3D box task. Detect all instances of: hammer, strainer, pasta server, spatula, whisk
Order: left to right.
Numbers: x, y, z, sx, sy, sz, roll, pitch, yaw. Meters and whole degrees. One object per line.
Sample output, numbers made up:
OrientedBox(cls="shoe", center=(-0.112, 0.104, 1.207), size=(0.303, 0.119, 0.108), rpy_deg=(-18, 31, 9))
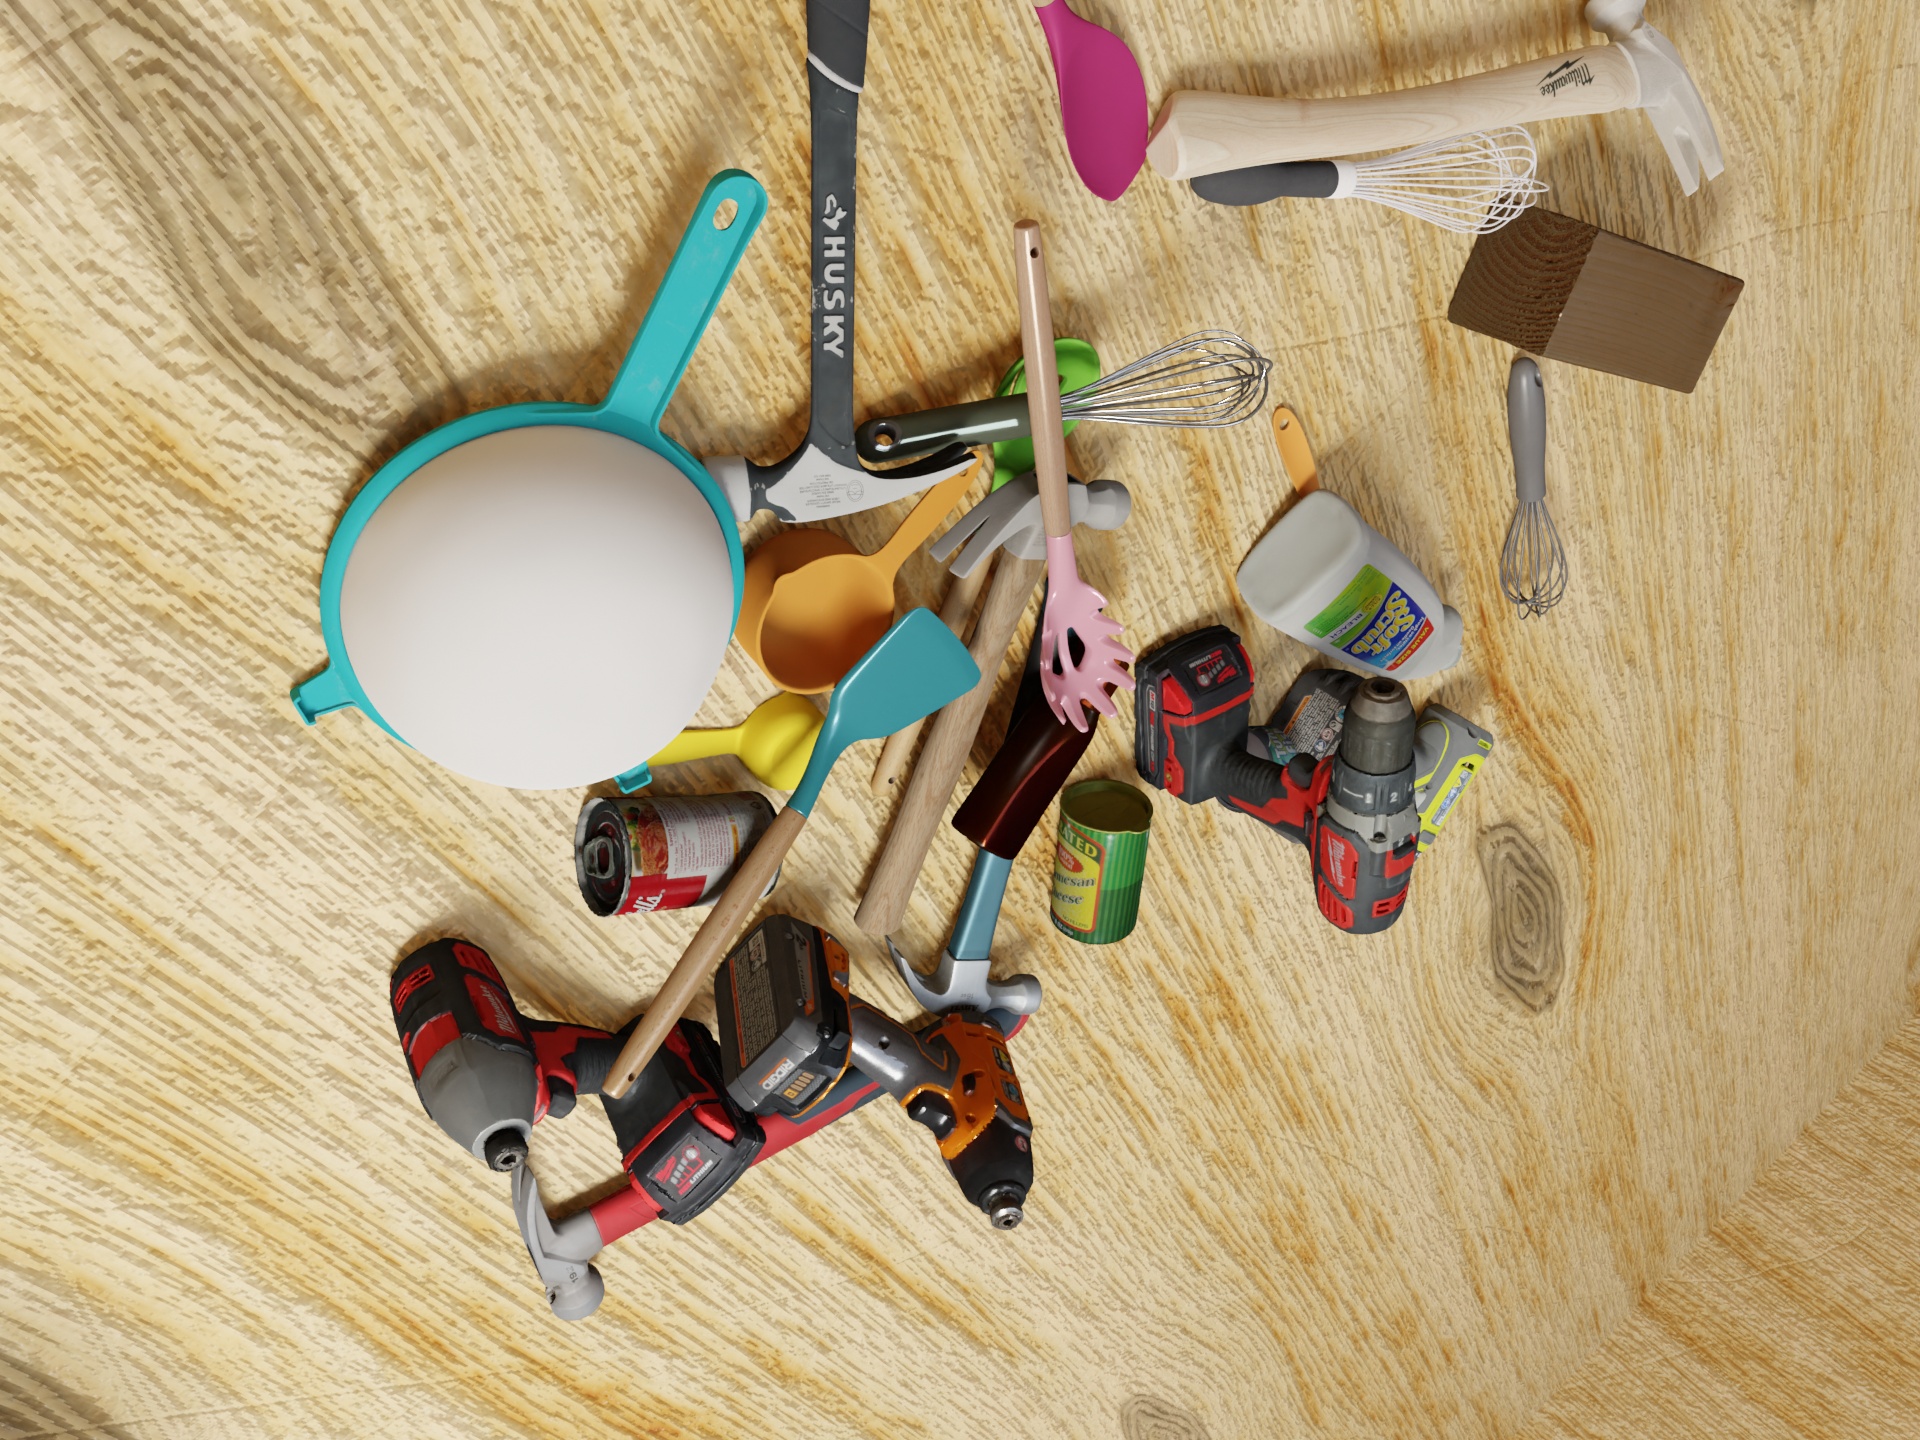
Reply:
OrientedBox(cls="strainer", center=(-0.165, -0.091, 0.753), size=(0.210, 0.095, 0.340), rpy_deg=(16, 116, -35))
OrientedBox(cls="spatula", center=(-0.100, 0.076, 0.894), size=(0.317, 0.044, 0.082), rpy_deg=(-57, 141, -13))
OrientedBox(cls="hammer", center=(-0.119, 0.268, 1.105), size=(0.386, 0.038, 0.143), rpy_deg=(-24, 129, -25))
OrientedBox(cls="hammer", center=(-0.056, -0.292, 0.770), size=(0.149, 0.036, 0.408), rpy_deg=(-5, 119, -16))
OrientedBox(cls="hammer", center=(-0.002, -0.003, 0.997), size=(0.130, 0.031, 0.331), rpy_deg=(-5, 125, -47))
OrientedBox(cls="hammer", center=(0.035, 0.060, 1.084), size=(0.128, 0.033, 0.331), rpy_deg=(4, 113, -29))
OrientedBox(cls="pasta server", center=(0.057, -0.126, 0.893), size=(0.060, 0.040, 0.315), rpy_deg=(-25, 132, -18))
OrientedBox(cls="whisk", center=(0.060, -0.178, 0.904), size=(0.246, 0.059, 0.058), rpy_deg=(-11, 84, -7))
OrientedBox(cls="whisk", center=(0.260, -0.340, 0.996), size=(0.284, 0.070, 0.070), rpy_deg=(-10, 123, -28))
OrientedBox(cls="hammer", center=(0.296, -0.365, 0.971), size=(0.410, 0.146, 0.038), rpy_deg=(-18, 171, -24))
OrientedBox(cls="whisk", center=(0.450, -0.179, 1.260), size=(0.055, 0.055, 0.238), rpy_deg=(-32, 129, -18))

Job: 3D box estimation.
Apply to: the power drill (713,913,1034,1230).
OrientedBox(cls="power drill", center=(-0.044, 0.232, 1.023), size=(0.226, 0.164, 0.084), rpy_deg=(33, 112, -31))

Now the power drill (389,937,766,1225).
OrientedBox(cls="power drill", center=(-0.220, 0.213, 0.914), size=(0.078, 0.143, 0.219), rpy_deg=(-46, 138, 7))

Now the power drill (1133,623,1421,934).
OrientedBox(cls="power drill", center=(0.217, 0.018, 1.070), size=(0.080, 0.227, 0.187), rpy_deg=(-25, 131, -24))

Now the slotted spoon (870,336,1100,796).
OrientedBox(cls="slotted spoon", center=(0.004, -0.090, 0.976), size=(0.070, 0.031, 0.313), rpy_deg=(6, 115, -40))

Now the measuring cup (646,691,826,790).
OrientedBox(cls="measuring cup", center=(-0.141, 0.019, 0.927), size=(0.156, 0.029, 0.062), rpy_deg=(-6, 121, -38))

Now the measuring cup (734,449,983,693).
OrientedBox(cls="measuring cup", center=(-0.059, -0.096, 0.900), size=(0.173, 0.052, 0.095), rpy_deg=(-48, 137, -2))

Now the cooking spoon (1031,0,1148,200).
OrientedBox(cls="cooking spoon", center=(0.033, -0.379, 0.787), size=(0.069, 0.017, 0.318), rpy_deg=(-56, 145, -9))

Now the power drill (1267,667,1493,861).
OrientedBox(cls="power drill", center=(0.327, 0.061, 1.298), size=(0.228, 0.080, 0.190), rpy_deg=(20, 104, -47))

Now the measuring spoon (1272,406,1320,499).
OrientedBox(cls="measuring spoon", center=(0.238, -0.176, 1.118), size=(0.021, 0.011, 0.116), rpy_deg=(-34, 131, -1))
